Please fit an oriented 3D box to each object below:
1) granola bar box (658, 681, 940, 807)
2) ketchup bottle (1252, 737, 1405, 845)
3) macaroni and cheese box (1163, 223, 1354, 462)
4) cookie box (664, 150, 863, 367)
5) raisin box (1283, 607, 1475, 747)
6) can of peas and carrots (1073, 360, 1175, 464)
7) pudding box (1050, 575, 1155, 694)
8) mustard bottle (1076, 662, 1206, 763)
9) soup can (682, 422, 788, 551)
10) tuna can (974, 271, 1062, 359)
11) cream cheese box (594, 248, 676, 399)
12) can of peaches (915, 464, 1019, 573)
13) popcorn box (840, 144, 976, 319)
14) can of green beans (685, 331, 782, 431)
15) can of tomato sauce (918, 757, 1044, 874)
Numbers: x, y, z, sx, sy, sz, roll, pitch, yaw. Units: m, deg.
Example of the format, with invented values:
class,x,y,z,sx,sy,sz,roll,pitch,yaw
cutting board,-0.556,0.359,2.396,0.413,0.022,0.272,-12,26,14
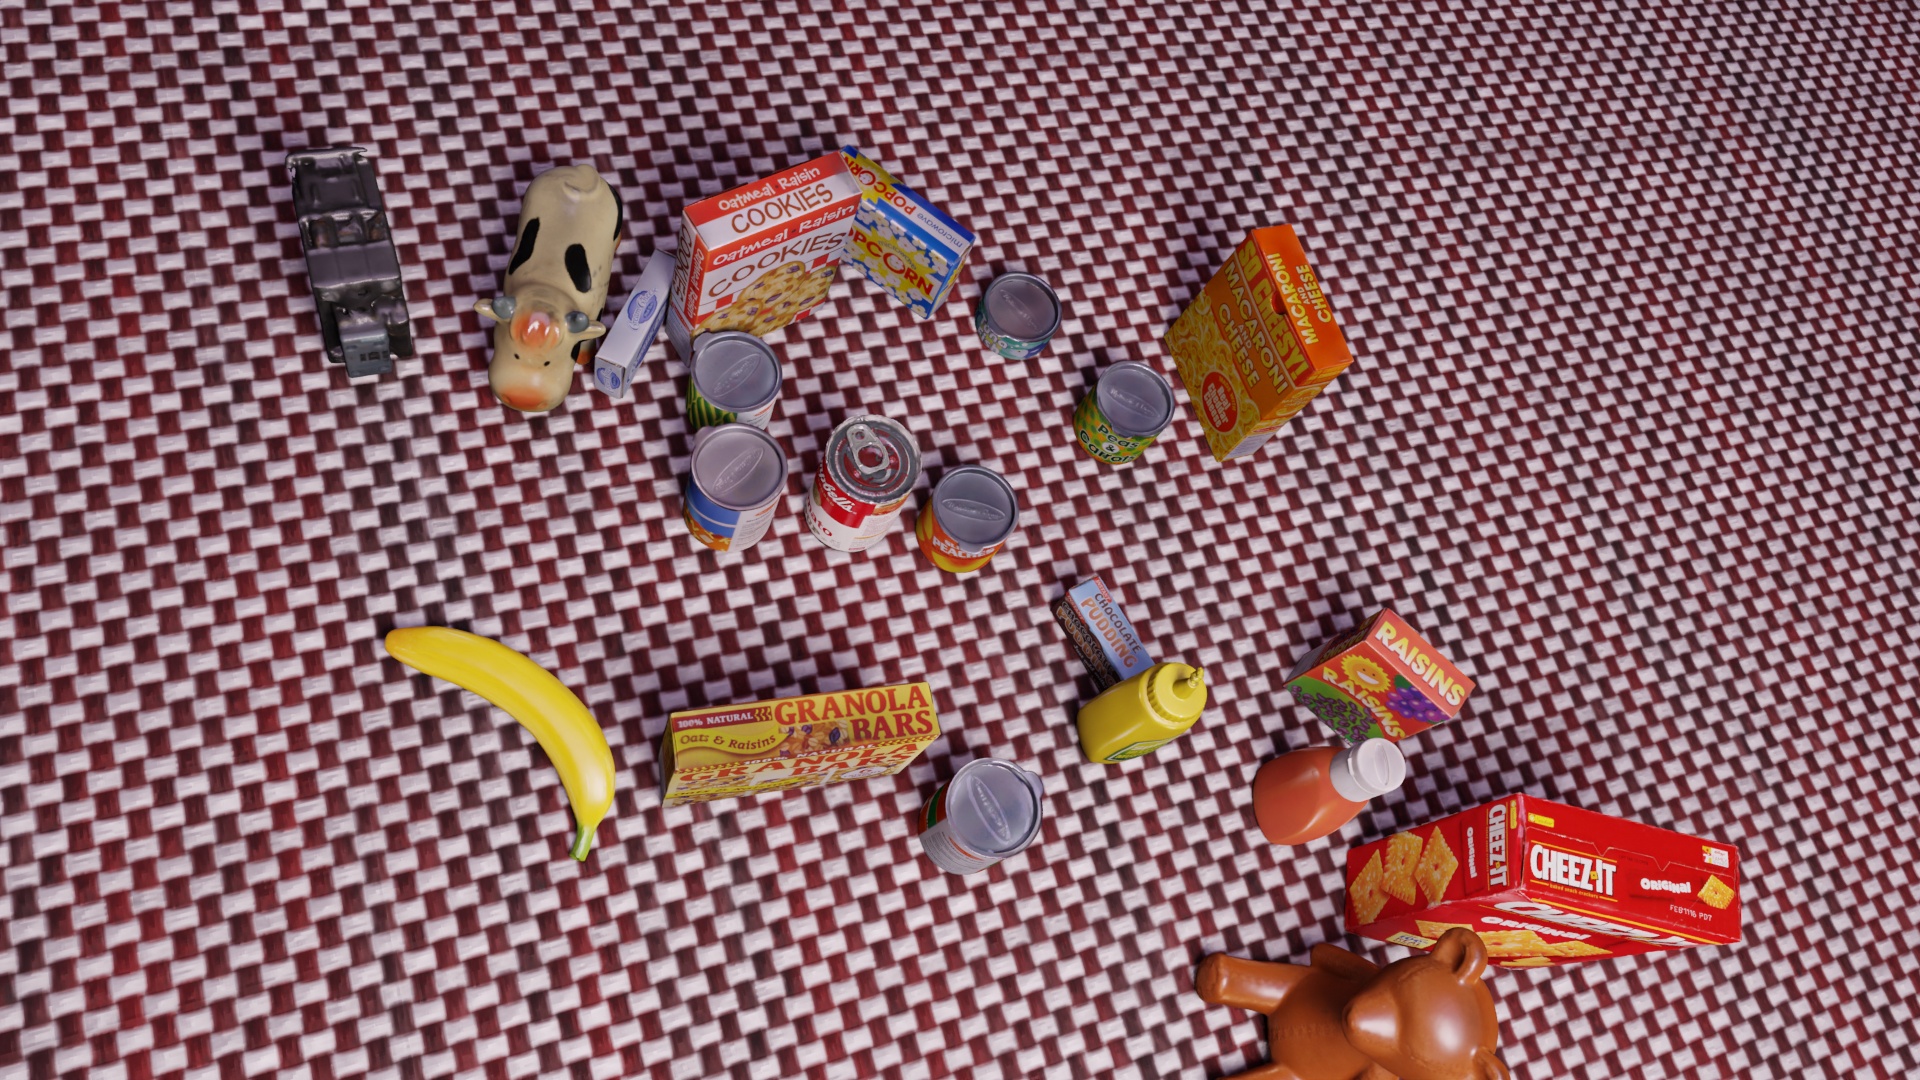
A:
class,x,y,z,sx,sy,sz,roll,pitch,yaw
granola bar box,-0.110,0.133,0.907,0.166,0.123,0.039,-5,71,-18
ketchup bottle,0.259,0.174,0.984,0.043,0.148,0.065,3,68,-15
macaroni and cheese box,0.230,-0.152,1.098,0.040,0.165,0.124,-14,73,-21
cookie box,-0.147,-0.202,1.008,0.123,0.166,0.040,-28,79,-24
raisin box,0.311,0.108,1.040,0.086,0.123,0.040,42,64,3
can of peas and carrots,0.129,-0.099,1.107,0.071,0.058,0.071,6,67,-14
pudding box,0.106,0.073,1.036,0.030,0.049,0.084,-26,78,-24
mustard bottle,0.132,0.117,0.964,0.065,0.159,0.049,-9,72,-19
soup can,-0.163,-0.038,0.984,0.071,0.083,0.071,6,68,-14
tuna can,0.045,-0.181,1.131,0.071,0.032,0.071,6,67,-14
cream cheese box,-0.238,-0.160,1.028,0.024,0.053,0.104,24,64,-6
can of peaches,0.004,-0.013,1.036,0.071,0.057,0.071,6,67,-14
popcorn box,-0.057,-0.242,1.096,0.127,0.085,0.038,36,64,0
can of green beans,-0.168,-0.112,1.027,0.071,0.057,0.071,6,67,-14
can of tomato sauce,0.013,0.187,0.944,0.071,0.082,0.071,6,67,-14
